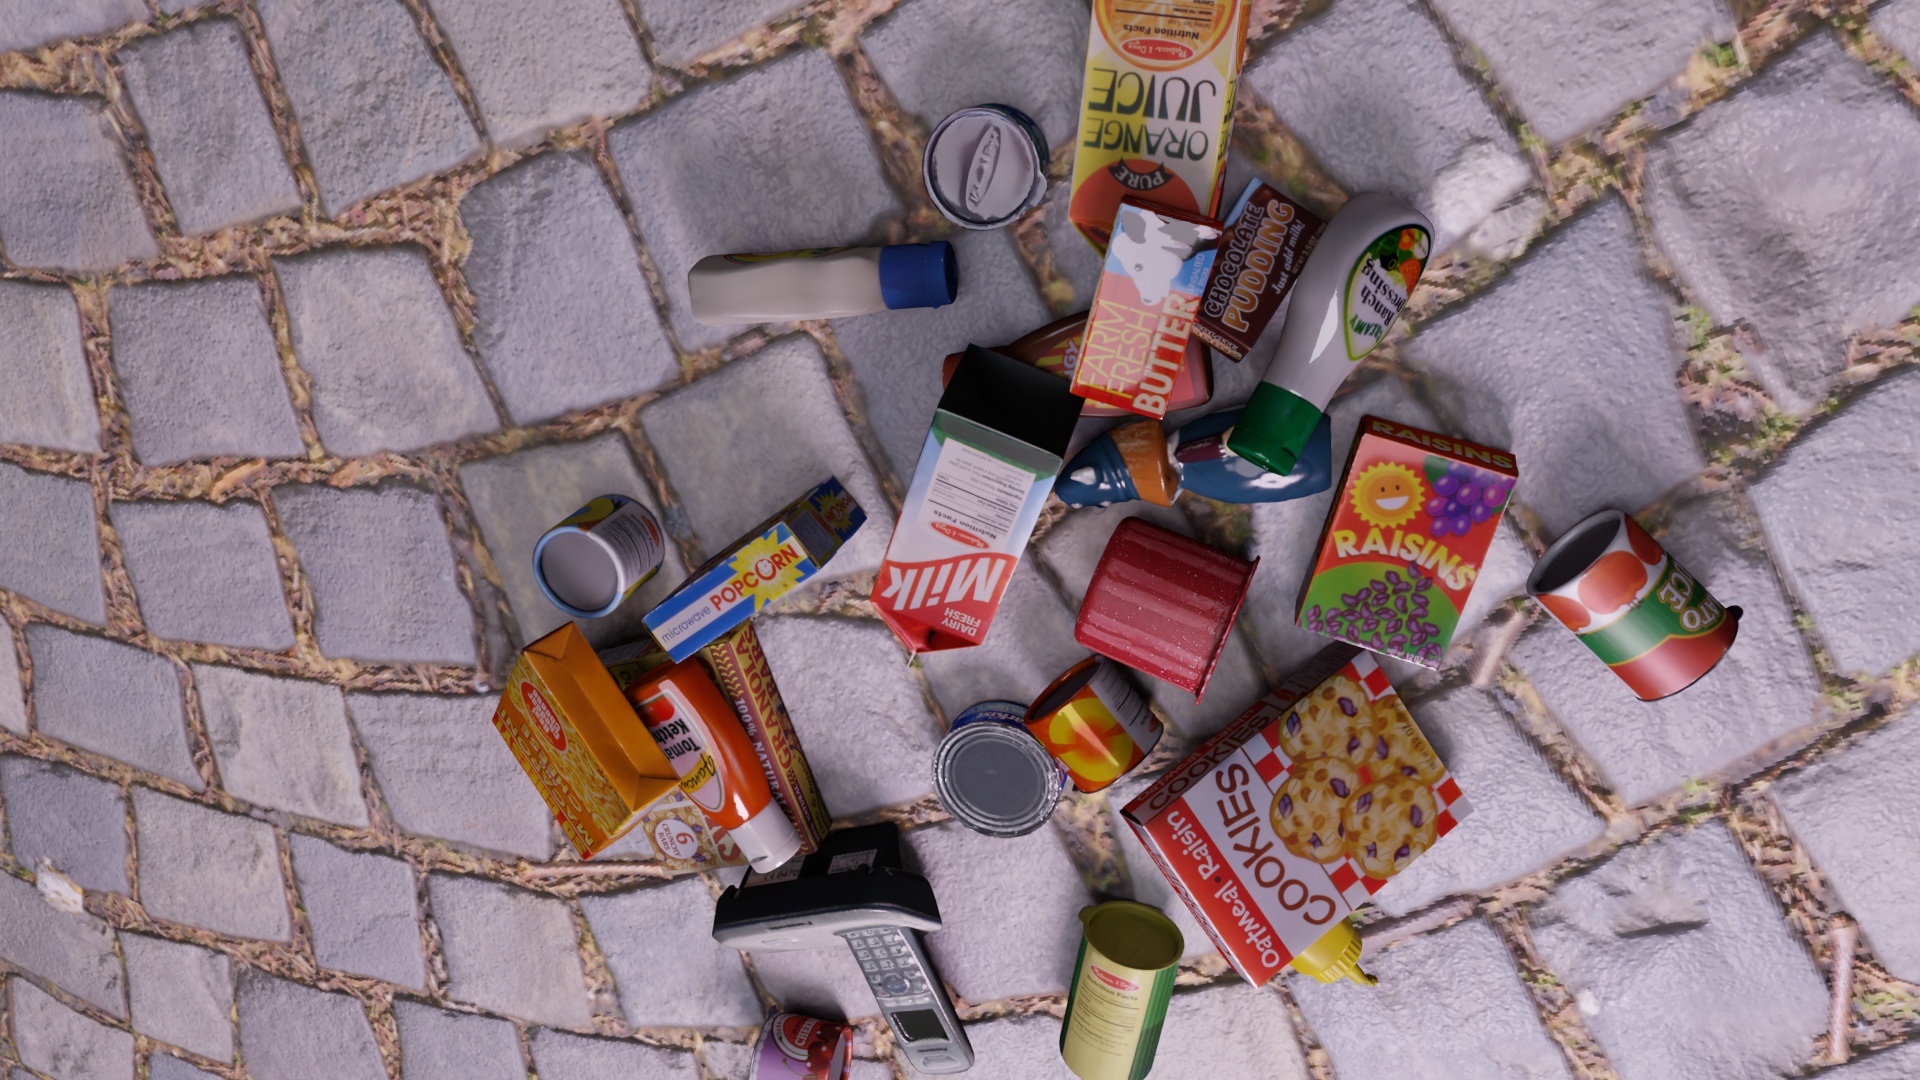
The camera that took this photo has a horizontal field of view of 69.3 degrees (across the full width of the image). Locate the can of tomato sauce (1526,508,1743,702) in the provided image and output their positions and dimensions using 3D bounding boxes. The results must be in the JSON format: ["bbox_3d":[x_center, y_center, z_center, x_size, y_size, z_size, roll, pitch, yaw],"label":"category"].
[{"bbox_3d":[0.358,0.033,0.740,0.083,0.071,0.071,43,116,-3],"label":"can of tomato sauce"}]

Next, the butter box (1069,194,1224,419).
[{"bbox_3d":[0.093,-0.117,0.700,0.053,0.024,0.103,16,117,5],"label":"butter box"}]

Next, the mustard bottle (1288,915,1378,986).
[{"bbox_3d":[0.201,0.230,0.863,0.160,0.065,0.049,42,84,-6],"label":"mustard bottle"}]

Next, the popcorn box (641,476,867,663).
[{"bbox_3d":[-0.128,0.018,0.863,0.126,0.085,0.038,-32,99,25],"label":"popcorn box"}]

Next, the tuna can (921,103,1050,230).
[{"bbox_3d":[0.017,-0.205,0.763,0.071,0.033,0.070,6,112,14],"label":"tuna can"}]

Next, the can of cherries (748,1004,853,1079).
[{"bbox_3d":[-0.115,0.380,1.013,0.058,0.072,0.071,7,113,13],"label":"can of cherries"}]

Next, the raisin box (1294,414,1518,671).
[{"bbox_3d":[0.247,0.001,0.775,0.086,0.040,0.122,17,116,10],"label":"raisin box"}]

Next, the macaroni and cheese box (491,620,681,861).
[{"bbox_3d":[-0.250,0.137,0.915,0.124,0.040,0.165,55,148,5],"label":"macaroni and cheese box"}]

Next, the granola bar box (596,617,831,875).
[{"bbox_3d":[-0.175,0.144,0.952,0.124,0.039,0.165,-13,107,20],"label":"granola bar box"}]

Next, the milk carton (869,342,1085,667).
[{"bbox_3d":[0.003,-0.010,0.797,0.073,0.073,0.189,22,130,0],"label":"milk carton"}]

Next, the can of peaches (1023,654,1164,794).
[{"bbox_3d":[0.079,0.113,0.851,0.071,0.071,0.058,-36,98,25],"label":"can of peaches"}]

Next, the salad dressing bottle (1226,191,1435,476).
[{"bbox_3d":[0.188,-0.105,0.716,0.044,0.064,0.147,31,93,46],"label":"salad dressing bottle"}]

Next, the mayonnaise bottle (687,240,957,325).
[{"bbox_3d":[-0.077,-0.149,0.798,0.148,0.065,0.041,-2,107,12],"label":"mayonnaise bottle"}]

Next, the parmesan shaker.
[{"bbox_3d":[0.103,0.299,0.920,0.071,0.071,0.102,14,115,10],"label":"parmesan shaker"}]

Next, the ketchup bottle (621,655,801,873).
[{"bbox_3d":[-0.158,0.147,0.900,0.064,0.044,0.148,-25,104,34],"label":"ketchup bottle"}]

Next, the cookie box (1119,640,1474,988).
[{"bbox_3d":[0.195,0.157,0.807,0.168,0.040,0.123,-36,100,-8],"label":"cookie box"}]

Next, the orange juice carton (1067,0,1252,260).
[{"bbox_3d":[0.102,-0.218,0.711,0.073,0.072,0.191,10,113,12],"label":"orange juice carton"}]

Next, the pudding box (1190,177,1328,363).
[{"bbox_3d":[0.150,-0.142,0.730,0.050,0.030,0.084,33,81,1],"label":"pudding box"}]

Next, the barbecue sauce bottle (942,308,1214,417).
[{"bbox_3d":[0.065,-0.098,0.785,0.148,0.044,0.064,-6,106,19],"label":"barbecue sauce bottle"}]

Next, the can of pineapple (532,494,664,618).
[{"bbox_3d":[-0.237,0.011,0.907,0.071,0.058,0.070,6,113,14],"label":"can of pineapple"}]
